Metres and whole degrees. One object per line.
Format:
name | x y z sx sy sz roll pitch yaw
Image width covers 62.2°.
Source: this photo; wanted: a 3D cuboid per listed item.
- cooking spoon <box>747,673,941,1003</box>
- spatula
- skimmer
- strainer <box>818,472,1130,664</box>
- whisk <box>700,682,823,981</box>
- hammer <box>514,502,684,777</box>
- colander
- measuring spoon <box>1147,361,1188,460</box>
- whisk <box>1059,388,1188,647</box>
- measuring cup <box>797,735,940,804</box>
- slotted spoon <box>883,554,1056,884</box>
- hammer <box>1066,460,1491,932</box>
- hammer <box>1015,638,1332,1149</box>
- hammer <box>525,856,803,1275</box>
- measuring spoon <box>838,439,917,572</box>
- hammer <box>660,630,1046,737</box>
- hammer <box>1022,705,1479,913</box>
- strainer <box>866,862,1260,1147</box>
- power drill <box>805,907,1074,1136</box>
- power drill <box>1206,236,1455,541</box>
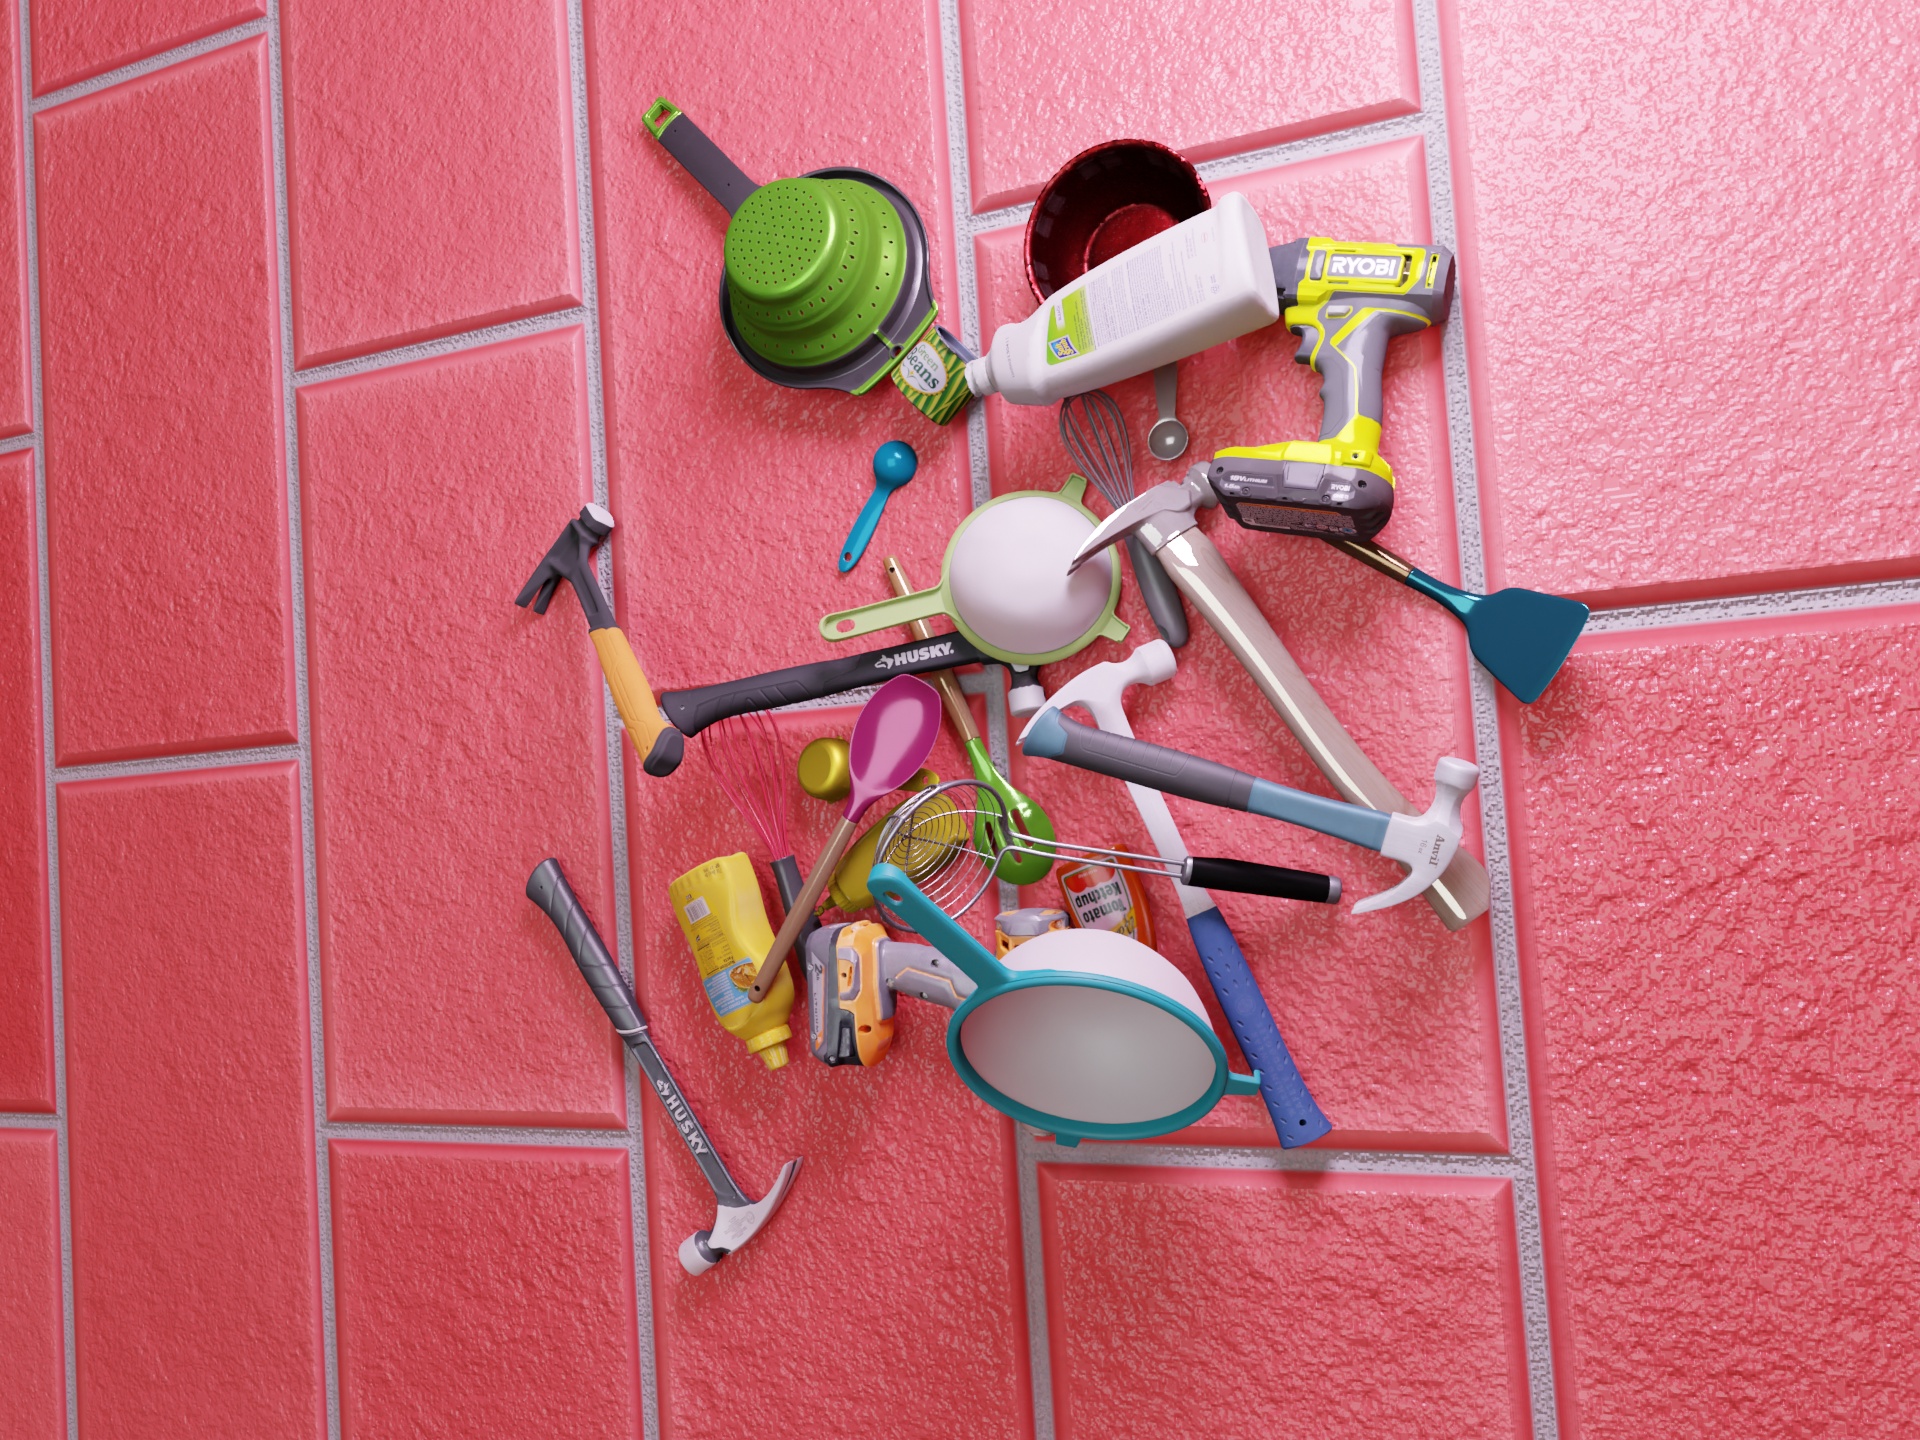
cooking spoon | -0.105 0.105 1.348 0.069 0.017 0.319 30 101 10
spatula | 0.321 -0.126 1.218 0.318 0.044 0.082 34 106 22
skimmer | 0.115 0.119 1.197 0.363 0.090 0.127 8 112 -4
strainer | 0.005 -0.112 1.298 0.256 0.069 0.151 -15 78 1
whisk | -0.165 0.105 1.422 0.073 0.073 0.296 -21 86 22
hammer | -0.320 -0.060 1.435 0.127 0.034 0.337 -49 45 16
colander | -0.187 -0.455 1.408 0.204 0.094 0.397 -46 66 9
measuring spoon | 0.171 -0.272 1.308 0.034 0.018 0.124 -4 80 24
whisk | 0.135 -0.170 1.303 0.055 0.055 0.239 -23 84 22
measuring cup | -0.083 0.045 1.379 0.156 0.029 0.062 4 85 41
slotted spoon | -0.002 -0.004 1.369 0.070 0.031 0.314 -28 76 16
hammer | 0.252 -0.008 1.221 0.146 0.038 0.411 -33 77 -15
hammer | 0.180 0.144 1.259 0.144 0.035 0.405 -23 82 -6
hammer | -0.295 0.302 1.488 0.149 0.036 0.409 -39 74 17
measuring spoon | -0.081 -0.190 1.410 0.042 0.021 0.128 31 100 22
hammer | -0.099 -0.046 1.367 0.335 0.035 0.146 -12 78 10
hammer | 0.206 0.050 1.194 0.331 0.033 0.128 16 103 17
strainer | 0.058 0.186 1.185 0.211 0.095 0.340 -27 121 34
power drill | -0.011 0.253 1.340 0.226 0.084 0.185 -4 89 20
power drill | 0.270 -0.258 1.214 0.171 0.080 0.223 10 79 23
